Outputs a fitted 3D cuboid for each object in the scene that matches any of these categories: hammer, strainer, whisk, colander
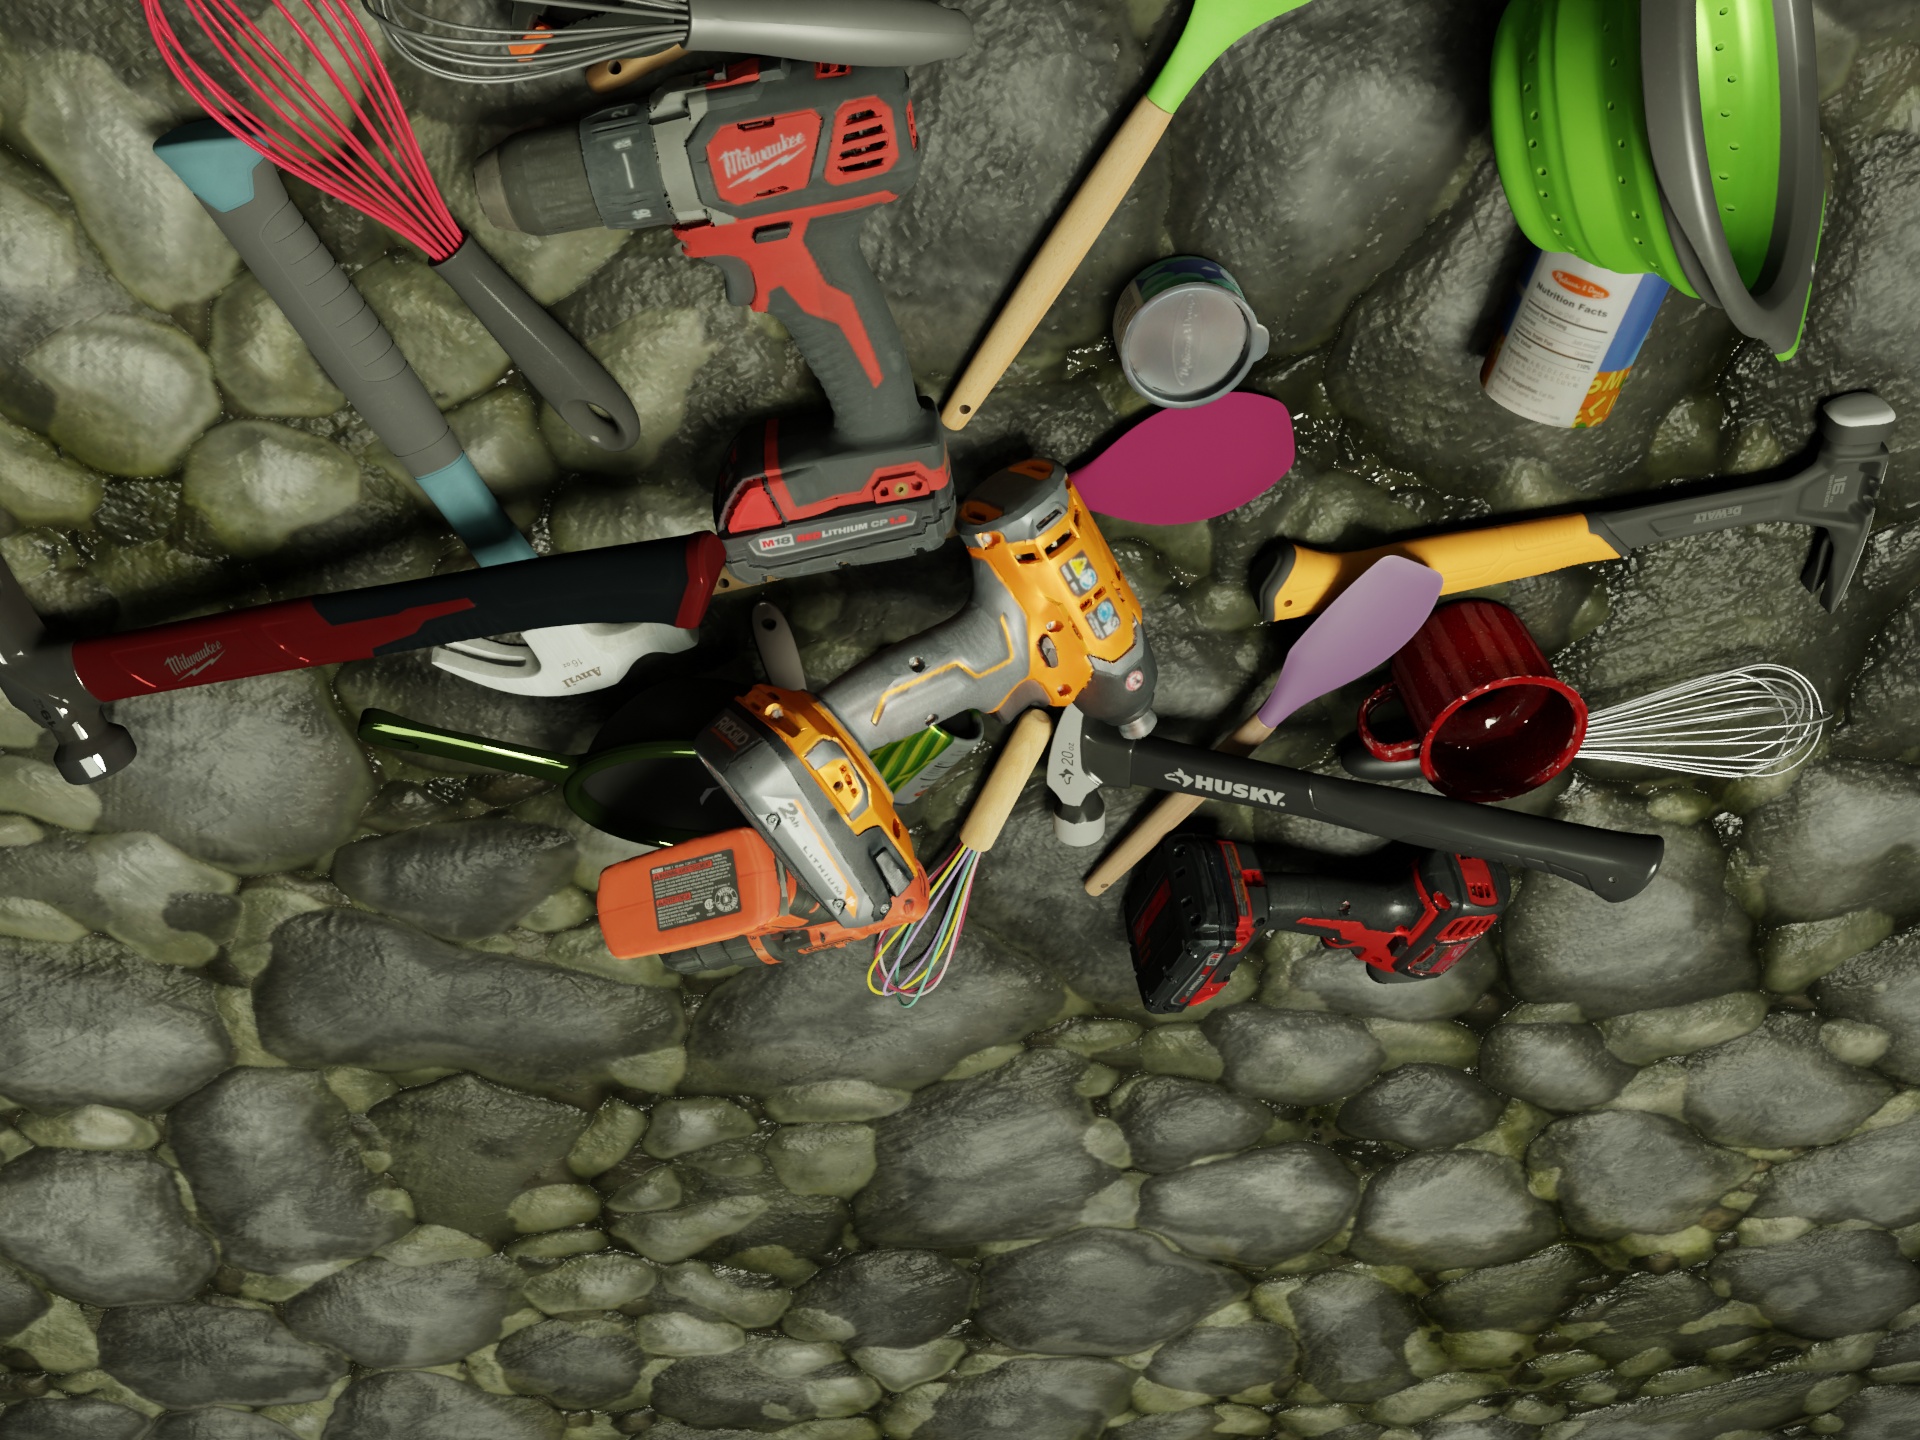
[{"bbox_3d":[-0.258,-0.136,0.765,0.128,0.033,0.330,-20,130,9],"label":"hammer"},{"bbox_3d":[-0.187,0.007,0.861,0.256,0.069,0.151,13,152,-23],"label":"strainer"},{"bbox_3d":[-0.301,-0.059,0.765,0.386,0.038,0.143,-8,119,14],"label":"hammer"},{"bbox_3d":[-0.233,-0.218,0.684,0.073,0.073,0.295,-26,135,15],"label":"whisk"},{"bbox_3d":[0.238,-0.300,0.603,0.094,0.205,0.396,1,148,40],"label":"colander"},{"bbox_3d":[0.328,-0.092,0.873,0.337,0.034,0.127,-9,130,1],"label":"hammer"},{"bbox_3d":[0.372,0.010,0.952,0.284,0.070,0.070,-6,131,5],"label":"whisk"},{"bbox_3d":[-0.101,-0.264,0.596,0.239,0.055,0.055,-8,134,-25],"label":"whisk"},{"bbox_3d":[-0.002,0.091,0.986,0.047,0.051,0.244,18,123,-14],"label":"whisk"},{"bbox_3d":[0.212,0.041,0.886,0.335,0.035,0.146,12,132,16],"label":"hammer"}]

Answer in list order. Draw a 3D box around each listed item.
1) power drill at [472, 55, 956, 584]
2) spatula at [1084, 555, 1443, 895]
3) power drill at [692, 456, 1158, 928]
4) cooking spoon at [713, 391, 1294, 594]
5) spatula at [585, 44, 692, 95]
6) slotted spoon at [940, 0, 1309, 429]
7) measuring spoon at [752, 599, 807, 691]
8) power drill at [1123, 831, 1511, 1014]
[{"bbox_3d":[-0.099,-0.178,0.721,0.188,0.080,0.226,-10,128,1],"label":"power drill"},{"bbox_3d":[0.165,0.015,0.932,0.059,0.018,0.315,18,133,-26],"label":"spatula"},{"bbox_3d":[-0.001,-0.003,0.801,0.226,0.084,0.164,-40,120,-11],"label":"power drill"},{"bbox_3d":[0.016,-0.110,0.829,0.319,0.017,0.068,-14,124,5],"label":"cooking spoon"},{"bbox_3d":[-0.018,-0.327,0.622,0.317,0.044,0.082,-24,105,16],"label":"spatula"},{"bbox_3d":[0.076,-0.252,0.710,0.070,0.031,0.313,22,126,-22],"label":"slotted spoon"},{"bbox_3d":[-0.097,-0.015,0.898,0.034,0.018,0.124,-11,130,3],"label":"measuring spoon"},{"bbox_3d":[0.225,0.132,1.020,0.219,0.079,0.143,1,146,-14],"label":"power drill"}]
